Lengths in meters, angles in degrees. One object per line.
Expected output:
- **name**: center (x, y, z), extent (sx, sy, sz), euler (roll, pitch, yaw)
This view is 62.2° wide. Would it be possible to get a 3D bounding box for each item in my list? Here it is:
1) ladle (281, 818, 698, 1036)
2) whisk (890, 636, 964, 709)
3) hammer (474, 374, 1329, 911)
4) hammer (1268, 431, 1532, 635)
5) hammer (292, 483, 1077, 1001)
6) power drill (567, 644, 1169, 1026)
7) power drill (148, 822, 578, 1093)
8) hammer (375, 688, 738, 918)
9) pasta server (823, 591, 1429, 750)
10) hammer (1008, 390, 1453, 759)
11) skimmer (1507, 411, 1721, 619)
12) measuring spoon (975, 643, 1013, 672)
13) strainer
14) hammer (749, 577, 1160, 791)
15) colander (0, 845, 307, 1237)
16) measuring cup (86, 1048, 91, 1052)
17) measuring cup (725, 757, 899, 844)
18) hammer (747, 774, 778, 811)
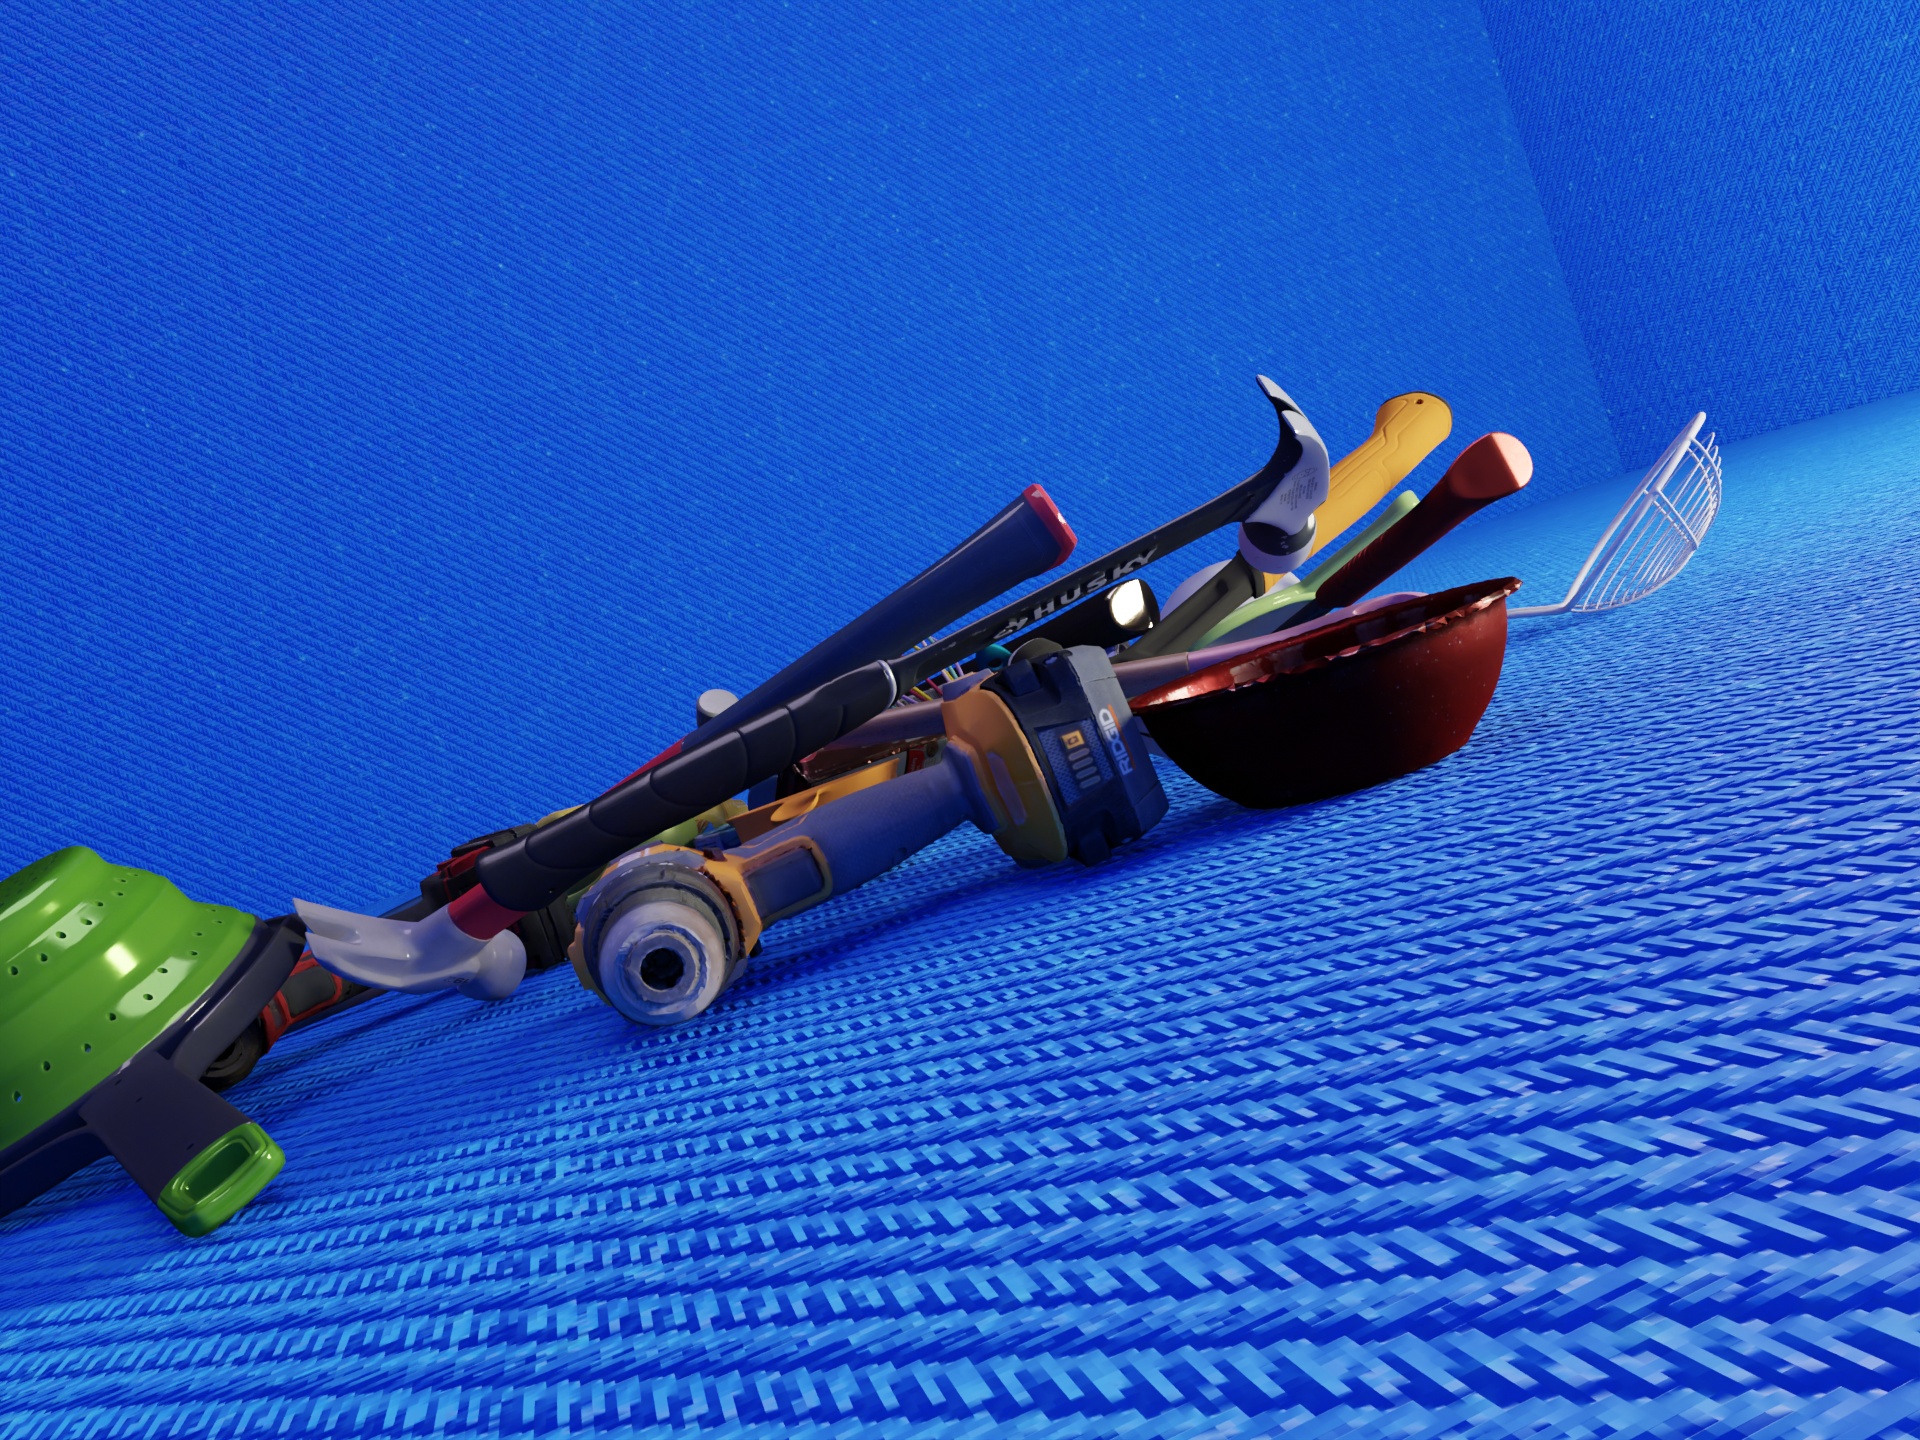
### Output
- **ladle**: center (-0.317, 0.133, 1.028), extent (0.320, 0.062, 0.078), euler (-23, -31, -18)
- **whisk**: center (-0.003, -0.002, 0.824), extent (0.051, 0.047, 0.245), euler (-47, 34, 0)
- **hammer**: center (-0.019, -0.024, 0.688), extent (0.409, 0.036, 0.149), euler (-28, -19, -5)
- **hammer**: center (0.268, -0.096, 1.051), extent (0.149, 0.037, 0.359), euler (-21, -11, -20)
- **hammer**: center (-0.118, 0.009, 0.733), extent (0.386, 0.038, 0.143), euler (-35, -24, 7)
- **power drill**: center (-0.039, 0.048, 0.603), extent (0.226, 0.084, 0.185), euler (-24, 3, -10)
- **power drill**: center (-0.323, 0.133, 0.850), extent (0.226, 0.080, 0.188), euler (-23, 4, -30)
- **hammer**: center (-0.325, 0.113, 1.166), extent (0.035, 0.144, 0.405), euler (35, 46, 29)
- **pasta server**: center (0.083, -0.014, 0.746), extent (0.316, 0.040, 0.060), euler (-11, 42, 16)
- **hammer**: center (0.179, -0.092, 0.865), extent (0.127, 0.034, 0.337), euler (23, 49, 37)
- **skimmer**: center (0.264, -0.078, 0.944), extent (0.363, 0.090, 0.127), euler (-18, 3, 22)
- **measuring spoon**: center (0.043, 0.001, 0.855), extent (0.042, 0.021, 0.128), euler (-30, -45, 13)
- **strainer**: center (0.233, -0.110, 1.204), extent (0.151, 0.069, 0.256), euler (-9, -25, -47)
- **hammer**: center (-0.011, -0.018, 1.042), extent (0.146, 0.038, 0.410), euler (-17, -3, -31)
- **colander**: center (-0.347, 0.118, 0.617), extent (0.204, 0.094, 0.397), euler (-43, 23, -30)
- **measuring cup**: center (-0.466, 0.170, 0.851), extent (0.038, 0.083, 0.167), euler (-4, -12, -14)
- **measuring cup**: center (-0.068, 0.060, 0.777), extent (0.095, 0.052, 0.173), euler (-20, 2, 0)
- **hammer**: center (-0.064, 0.042, 1.106), extent (0.128, 0.033, 0.331), euler (-17, -3, 17)
